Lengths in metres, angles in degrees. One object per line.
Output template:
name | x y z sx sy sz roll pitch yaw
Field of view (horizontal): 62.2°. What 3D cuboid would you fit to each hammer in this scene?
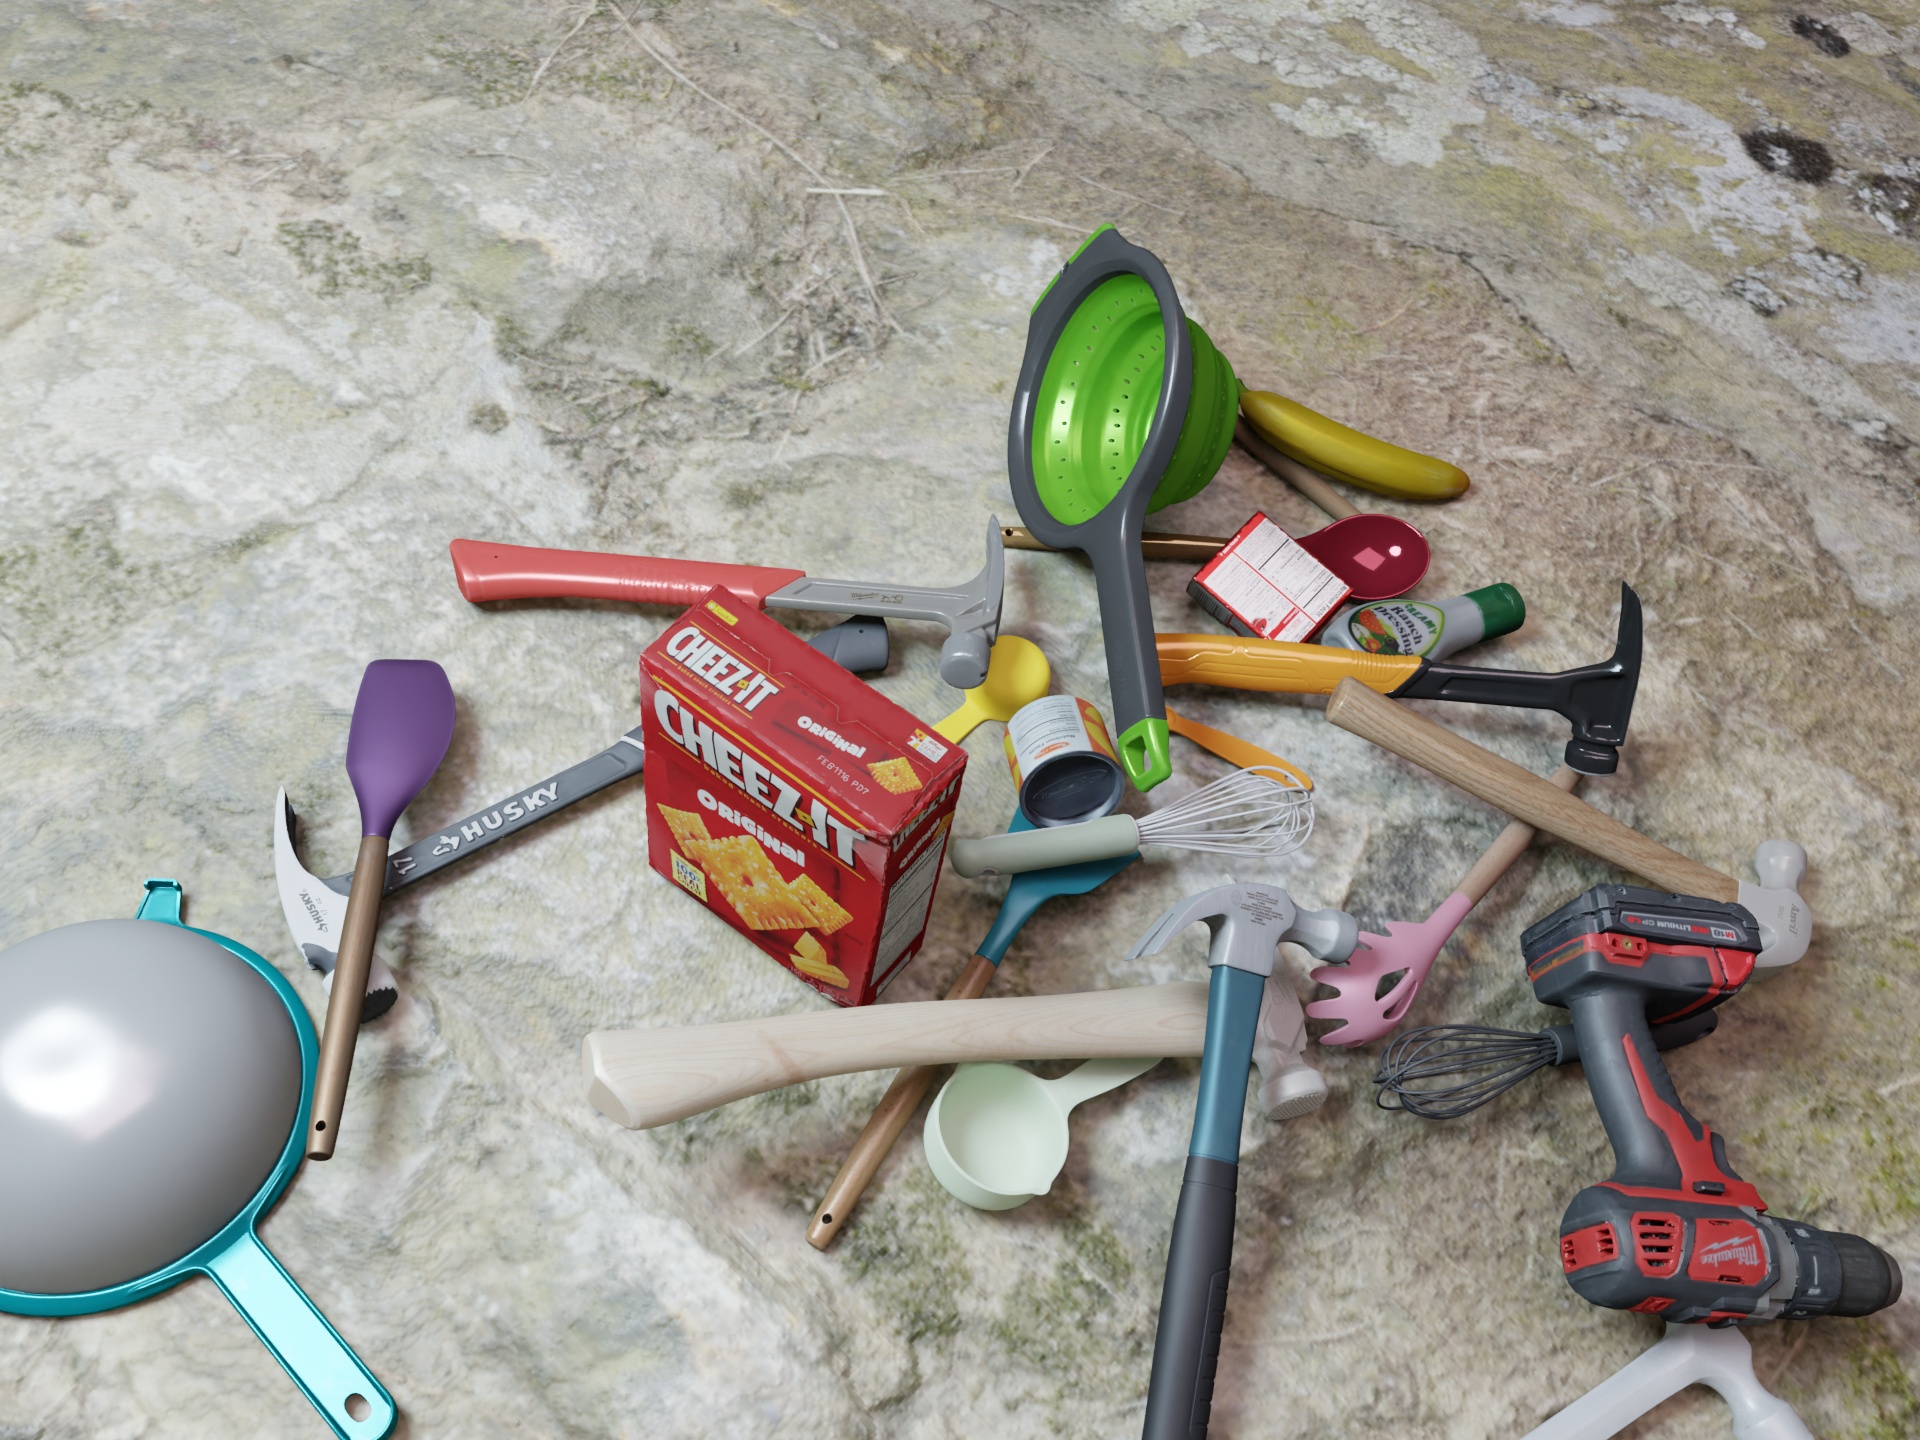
hammer | 0.383 0.063 1.003 0.331 0.031 0.130 27 50 1
hammer | 0.235 0.392 0.789 0.405 0.035 0.144 -21 62 -21
hammer | 0.131 0.243 0.827 0.128 0.033 0.331 18 69 -17
hammer | -0.215 0.024 0.973 0.409 0.036 0.149 -28 63 -25
hammer | 0.267 -0.037 1.039 0.337 0.127 0.034 4 23 5
hammer | 0.004 0.159 0.857 0.410 0.038 0.146 0 54 -25
hammer | -0.151 -0.094 1.038 0.359 0.036 0.149 5 44 3

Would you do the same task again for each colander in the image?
colander | 0.128 -0.135 1.045 0.094 0.204 0.397 9 61 -28

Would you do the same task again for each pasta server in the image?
pasta server | 0.320 0.099 0.998 0.316 0.040 0.060 -37 108 -35

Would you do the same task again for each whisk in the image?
whisk | 0.109 0.067 0.962 0.246 0.057 0.059 -7 71 -22
whisk | 0.348 0.195 0.937 0.239 0.055 0.055 -6 57 -18

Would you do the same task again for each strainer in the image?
strainer | -0.394 0.218 0.778 0.340 0.095 0.211 39 59 19

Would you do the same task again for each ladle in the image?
ladle | 0.176 -0.122 1.134 0.315 0.031 0.069 3 68 -4

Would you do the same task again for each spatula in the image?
spatula | 0.002 0.165 0.917 0.082 0.044 0.318 29 62 11
spatula | -0.325 0.089 0.878 0.059 0.018 0.316 2 53 -8

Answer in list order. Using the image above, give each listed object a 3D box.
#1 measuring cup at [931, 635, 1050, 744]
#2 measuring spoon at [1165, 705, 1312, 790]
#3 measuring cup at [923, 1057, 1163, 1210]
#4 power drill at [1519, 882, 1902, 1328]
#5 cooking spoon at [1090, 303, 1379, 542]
measuring cup | -0.002 -0.003 1.024 0.062 0.029 0.156 40 58 18
measuring spoon | 0.177 0.021 1.049 0.117 0.011 0.021 25 56 4
measuring cup | 0.051 0.216 0.888 0.167 0.038 0.083 -18 62 -37
power drill | 0.409 0.215 0.872 0.187 0.080 0.227 10 59 -13
cooking spoon | 0.197 -0.239 1.220 0.069 0.017 0.319 -35 67 -27
